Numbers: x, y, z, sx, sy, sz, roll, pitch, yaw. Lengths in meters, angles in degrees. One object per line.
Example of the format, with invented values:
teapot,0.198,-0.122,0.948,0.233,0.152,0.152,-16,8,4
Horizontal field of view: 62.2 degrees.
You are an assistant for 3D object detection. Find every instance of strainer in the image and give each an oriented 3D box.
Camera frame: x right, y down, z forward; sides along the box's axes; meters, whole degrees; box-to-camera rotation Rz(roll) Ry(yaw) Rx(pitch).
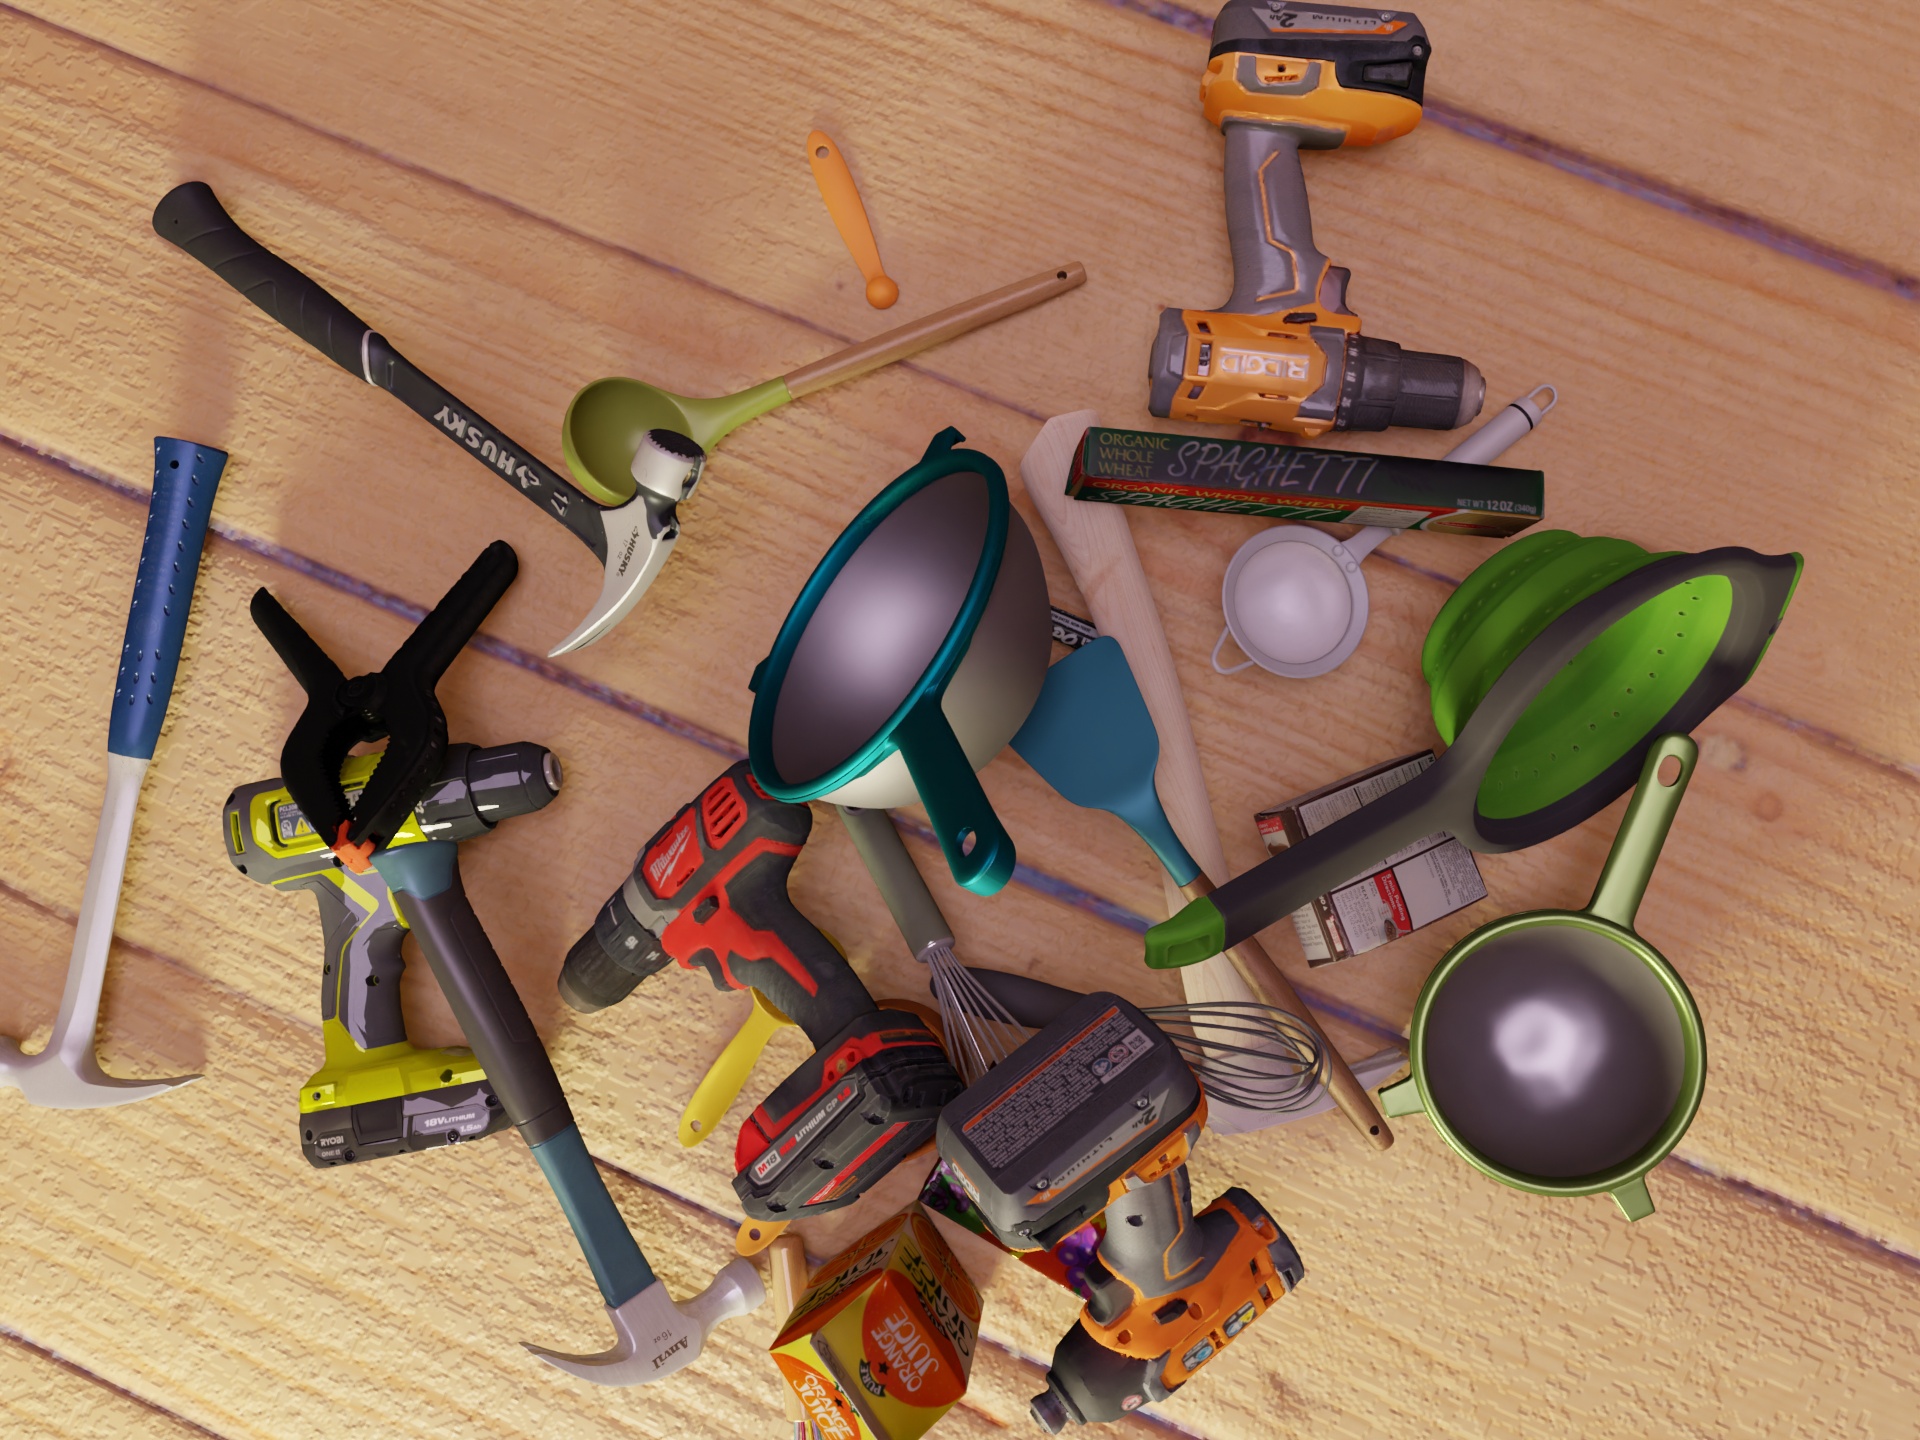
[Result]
strainer,0.337,0.127,0.865,0.151,0.069,0.256,22,89,8
strainer,0.238,-0.108,0.898,0.258,0.050,0.087,-38,92,-3
strainer,-0.001,-0.003,0.799,0.095,0.341,0.211,32,106,-28

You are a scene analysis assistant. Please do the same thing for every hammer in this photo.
hammer,0.126,0.025,0.888,0.146,0.038,0.410,-16,91,3
hammer,-0.496,0.033,0.957,0.144,0.035,0.405,11,89,6
hammer,-0.228,0.212,0.867,0.128,0.033,0.331,-29,99,-32
hammer,-0.325,-0.194,0.918,0.409,0.036,0.149,36,117,16

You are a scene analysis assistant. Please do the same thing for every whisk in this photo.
whisk,-0.083,0.418,0.903,0.051,0.047,0.245,-8,84,6
whisk,0.084,0.166,0.860,0.239,0.055,0.055,7,88,32
whisk,-0.009,0.134,0.878,0.058,0.059,0.247,-28,65,-4

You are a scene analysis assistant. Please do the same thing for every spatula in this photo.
spatula,0.139,0.103,0.862,0.082,0.044,0.317,-36,95,3

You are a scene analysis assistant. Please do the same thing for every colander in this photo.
colander,0.243,0.003,0.819,0.397,0.204,0.095,-26,53,-15

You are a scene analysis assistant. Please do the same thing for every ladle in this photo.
ladle,-0.077,-0.206,0.921,0.320,0.062,0.078,-21,88,1

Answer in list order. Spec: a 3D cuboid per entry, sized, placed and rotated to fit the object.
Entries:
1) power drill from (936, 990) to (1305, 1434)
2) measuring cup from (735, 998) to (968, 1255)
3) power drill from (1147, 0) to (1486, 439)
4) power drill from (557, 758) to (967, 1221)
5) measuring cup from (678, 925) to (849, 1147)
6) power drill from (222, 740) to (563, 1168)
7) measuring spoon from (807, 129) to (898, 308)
power drill,0.074,0.262,0.801,0.164,0.084,0.226,-36,126,-12
measuring cup,-0.065,0.233,0.906,0.095,0.052,0.173,41,97,9
power drill,0.209,-0.270,0.889,0.185,0.084,0.226,8,93,5
power drill,-0.121,0.157,0.866,0.188,0.080,0.227,-44,62,18
measuring cup,-0.118,0.186,0.928,0.062,0.029,0.156,37,103,13
power drill,-0.311,0.127,0.918,0.190,0.080,0.228,-11,84,4
measuring spoon,-0.066,-0.299,0.945,0.021,0.011,0.117,-23,86,4
